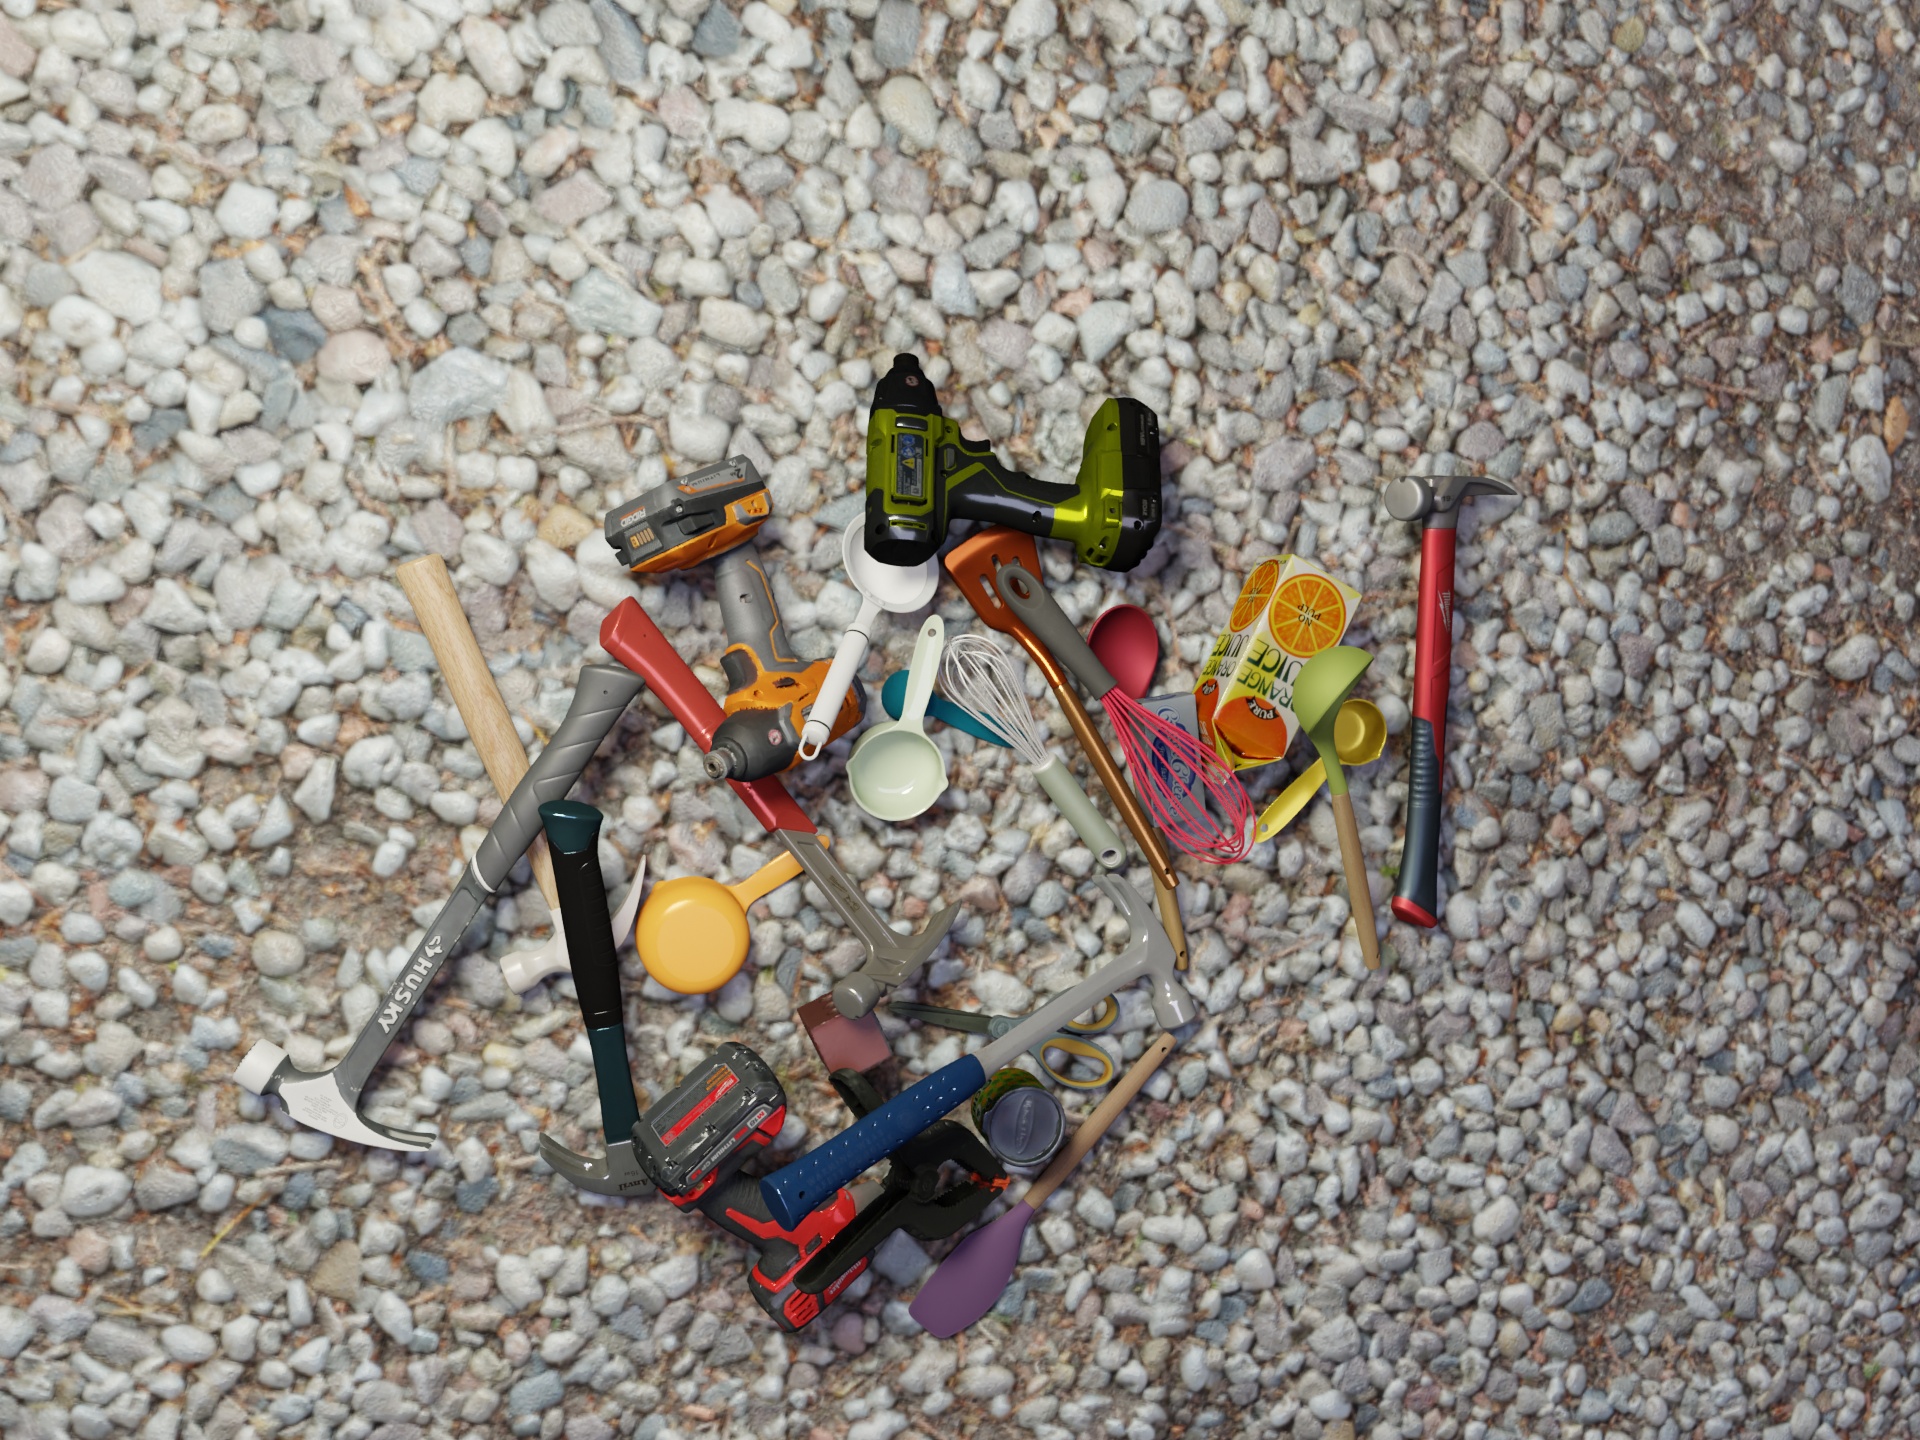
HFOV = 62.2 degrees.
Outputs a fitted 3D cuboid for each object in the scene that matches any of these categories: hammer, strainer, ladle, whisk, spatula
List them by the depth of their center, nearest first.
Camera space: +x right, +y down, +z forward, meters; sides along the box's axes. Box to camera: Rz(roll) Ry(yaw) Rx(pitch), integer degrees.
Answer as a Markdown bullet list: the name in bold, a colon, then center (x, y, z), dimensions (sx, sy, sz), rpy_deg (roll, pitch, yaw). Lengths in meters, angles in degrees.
- **hammer**: center (-0.356, 0.132, 1.165), dimensions (0.149, 0.036, 0.409), rpy_deg (34, 91, -8)
- **hammer**: center (-0.266, 0.212, 1.184), dimensions (0.128, 0.033, 0.330), rpy_deg (-10, 111, -14)
- **hammer**: center (-0.338, 0.033, 1.195), dimensions (0.130, 0.031, 0.331), rpy_deg (-23, 99, -11)
- **strainer**: center (-0.077, -0.070, 1.202), dimensions (0.086, 0.050, 0.259), rpy_deg (34, 51, -18)
- **hammer**: center (-0.146, 0.051, 1.222), dimensions (0.359, 0.036, 0.149), rpy_deg (52, 41, -3)
- **hammer**: center (0.018, 0.257, 1.224), dimensions (0.405, 0.035, 0.144), rpy_deg (-27, 98, -34)
- **whisk**: center (0.127, -0.007, 1.244), dimensions (0.073, 0.073, 0.296), rpy_deg (-39, 87, -8)
- **spatula**: center (0.093, -0.008, 1.275), dimensions (0.081, 0.041, 0.322), rpy_deg (-29, 87, -10)
- **whisk**: center (0.062, 0.028, 1.281), dimensions (0.058, 0.059, 0.246), rpy_deg (-32, 110, 14)
- **ladle**: center (0.326, 0.081, 1.306), dimensions (0.078, 0.062, 0.320), rpy_deg (-40, 125, -36)
- **ladle**: center (0.155, 0.058, 1.320), dimensions (0.069, 0.031, 0.315), rpy_deg (-15, 99, -19)
- **spatula**: center (0.076, 0.385, 1.328), dimensions (0.059, 0.018, 0.316), rpy_deg (42, 85, -14)
- **hammer**: center (0.412, -0.015, 1.362), dimensions (0.143, 0.038, 0.386), rpy_deg (-7, 102, -38)

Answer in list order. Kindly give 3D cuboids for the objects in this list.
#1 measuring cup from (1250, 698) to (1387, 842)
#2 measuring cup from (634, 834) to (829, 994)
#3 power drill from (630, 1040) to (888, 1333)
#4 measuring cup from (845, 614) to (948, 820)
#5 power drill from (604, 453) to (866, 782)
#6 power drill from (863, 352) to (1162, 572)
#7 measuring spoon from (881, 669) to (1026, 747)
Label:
- **measuring cup**: center (0.298, 0.044, 1.354), dimensions (0.156, 0.029, 0.062), rpy_deg (-46, 103, -4)
- **measuring cup**: center (-0.171, 0.144, 1.232), dimensions (0.173, 0.052, 0.095), rpy_deg (-34, 101, -7)
- **power drill**: center (-0.139, 0.358, 1.223), dimensions (0.143, 0.079, 0.219), rpy_deg (-41, 120, -14)
- **measuring cup**: center (-0.041, -0.005, 1.247), dimensions (0.083, 0.038, 0.167), rpy_deg (11, 102, -13)
- **power drill**: center (-0.169, -0.067, 1.169), dimensions (0.164, 0.084, 0.226), rpy_deg (-37, 105, -54)
- **power drill**: center (0.038, -0.199, 1.236), dimensions (0.223, 0.080, 0.171), rpy_deg (5, 69, -12)
- **measuring spoon**: center (-0.002, -0.004, 1.279), dimensions (0.128, 0.021, 0.042), rpy_deg (21, 89, -15)
